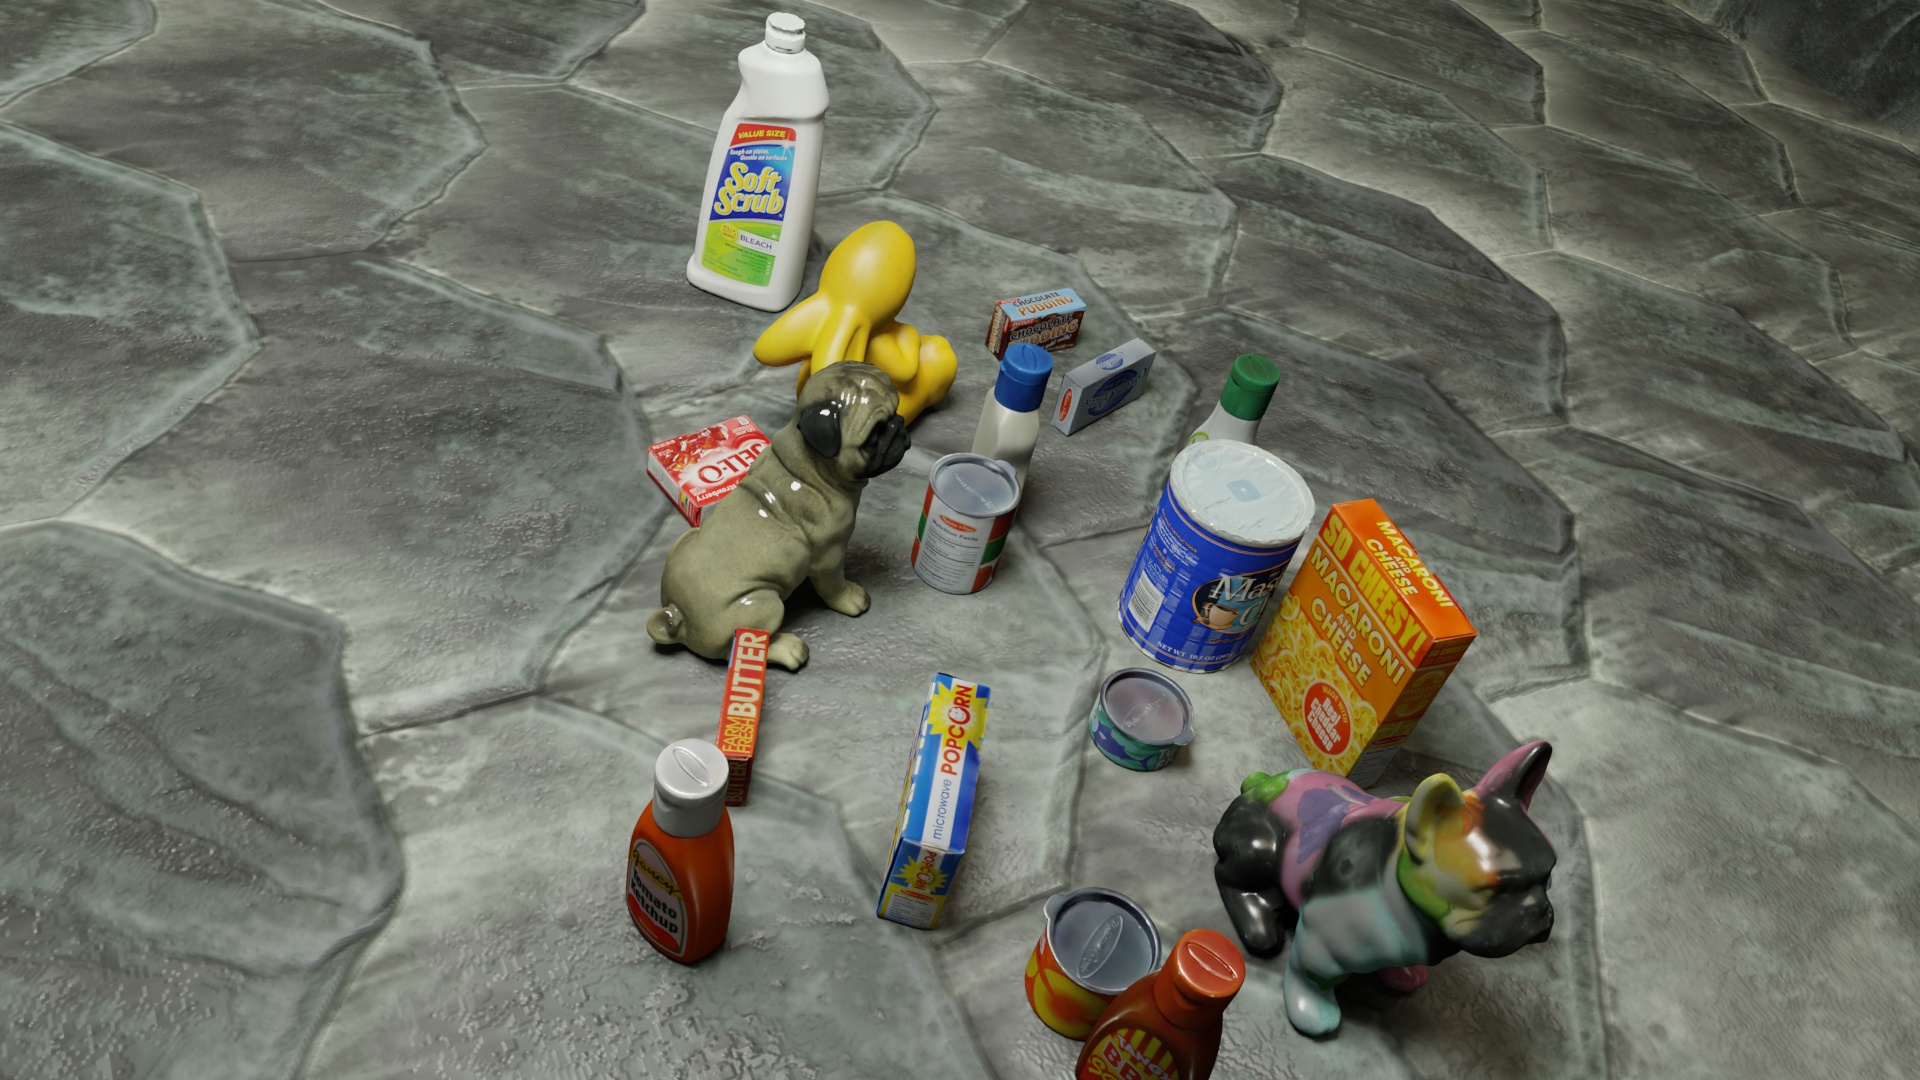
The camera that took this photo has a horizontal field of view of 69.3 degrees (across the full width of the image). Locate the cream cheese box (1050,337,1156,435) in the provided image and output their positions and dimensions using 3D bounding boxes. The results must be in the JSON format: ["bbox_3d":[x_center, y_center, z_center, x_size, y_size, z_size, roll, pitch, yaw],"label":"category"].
[{"bbox_3d":[0.123,-0.133,1.195,0.024,0.053,0.104,40,48,24],"label":"cream cheese box"}]

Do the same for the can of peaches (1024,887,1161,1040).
[{"bbox_3d":[0.073,0.240,0.792,0.071,0.057,0.071,8,44,-8],"label":"can of peaches"}]

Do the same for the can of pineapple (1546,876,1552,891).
[{"bbox_3d":[0.331,0.218,0.891,0.071,0.057,0.071,8,44,-8],"label":"can of pineapple"}]

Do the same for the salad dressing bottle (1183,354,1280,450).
[{"bbox_3d":[0.210,-0.079,1.096,0.044,0.146,0.064,-5,47,-21],"label":"salad dressing bottle"}]

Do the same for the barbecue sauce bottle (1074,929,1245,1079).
[{"bbox_3d":[0.107,0.255,0.722,0.065,0.147,0.044,35,46,19],"label":"barbecue sauce bottle"}]

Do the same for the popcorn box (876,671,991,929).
[{"bbox_3d":[-0.015,0.155,0.834,0.038,0.084,0.127,14,43,-2],"label":"popcorn box"}]

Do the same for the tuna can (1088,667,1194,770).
[{"bbox_3d":[0.125,0.123,0.946,0.071,0.032,0.071,8,44,-8],"label":"tuna can"}]

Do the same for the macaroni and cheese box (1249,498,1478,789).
[{"bbox_3d":[0.267,0.073,0.943,0.040,0.165,0.124,-7,48,-23],"label":"macaroni and cheese box"}]

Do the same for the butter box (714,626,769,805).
[{"bbox_3d":[-0.138,0.109,0.869,0.024,0.052,0.104,9,44,-8],"label":"butter box"}]

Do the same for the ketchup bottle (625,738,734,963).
[{"bbox_3d":[-0.147,0.163,0.741,0.065,0.148,0.044,39,48,22],"label":"ketchup bottle"}]

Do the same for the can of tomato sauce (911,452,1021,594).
[{"bbox_3d":[0.004,-0.013,1.014,0.071,0.082,0.071,8,44,-8],"label":"can of tomato sauce"}]

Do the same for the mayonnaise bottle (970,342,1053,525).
[{"bbox_3d":[0.035,-0.080,1.045,0.041,0.147,0.065,1,45,-15],"label":"mayonnaise bottle"}]

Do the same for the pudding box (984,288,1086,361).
[{"bbox_3d":[0.067,-0.194,1.244,0.084,0.049,0.030,-15,51,-29],"label":"pudding box"}]
